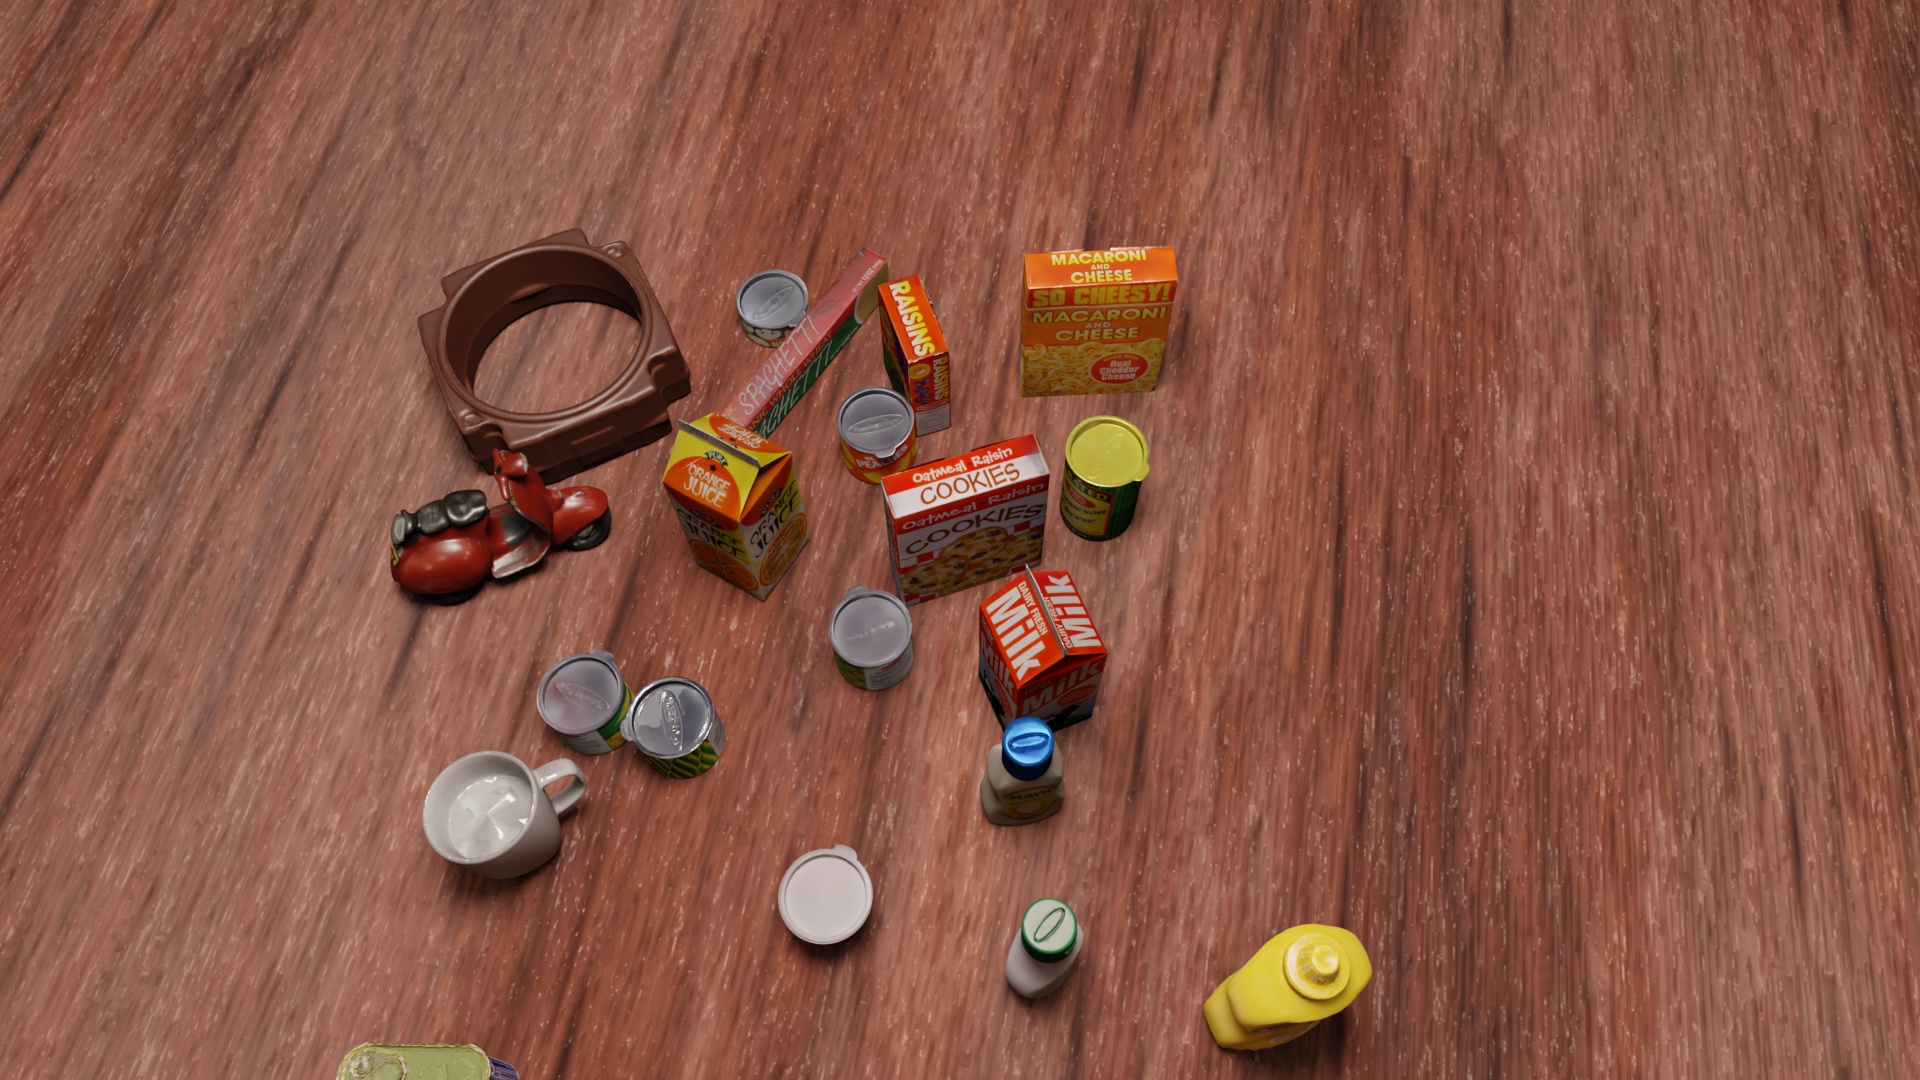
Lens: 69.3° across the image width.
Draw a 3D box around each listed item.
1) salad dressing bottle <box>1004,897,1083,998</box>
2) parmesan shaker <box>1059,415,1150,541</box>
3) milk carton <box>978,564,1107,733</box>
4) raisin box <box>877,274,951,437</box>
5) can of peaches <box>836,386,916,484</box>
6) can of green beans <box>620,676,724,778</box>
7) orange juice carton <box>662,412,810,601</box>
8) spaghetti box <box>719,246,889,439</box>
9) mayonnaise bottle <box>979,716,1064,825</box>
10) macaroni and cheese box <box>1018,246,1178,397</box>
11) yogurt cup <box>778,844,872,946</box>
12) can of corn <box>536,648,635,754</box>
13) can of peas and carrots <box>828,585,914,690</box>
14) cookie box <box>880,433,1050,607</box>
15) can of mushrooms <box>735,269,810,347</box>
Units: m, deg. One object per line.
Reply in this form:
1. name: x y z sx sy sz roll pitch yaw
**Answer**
1. salad dressing bottle: 0.059 0.281 0.964 0.044 0.147 0.064 40 70 18
2. parmesan shaker: 0.119 -0.048 1.153 0.071 0.102 0.071 0 64 0
3. milk carton: 0.059 0.085 1.038 0.073 0.189 0.072 -21 65 -9
4. raisin box: -0.038 -0.157 1.198 0.040 0.123 0.086 -17 65 -8
5. can of peaches: -0.071 -0.088 1.200 0.071 0.057 0.071 0 64 0
6. can of green beans: -0.221 0.147 1.083 0.071 0.057 0.071 0 64 0
7. orange juice carton: -0.176 -0.033 1.098 0.072 0.191 0.073 28 67 13
8. spaghetti box: -0.145 -0.159 1.240 0.029 0.050 0.251 30 67 14
9. mayonnaise bottle: 0.047 0.170 1.020 0.065 0.147 0.041 -10 64 -5
10. macaroni and cheese box: 0.113 -0.185 1.187 0.124 0.165 0.040 -3 64 -1
11. yogurt cup: -0.097 0.267 1.024 0.072 0.053 0.072 0 64 0
12. can of corn: -0.291 0.127 1.093 0.071 0.058 0.071 0 64 0
13. can of peas and carrots: -0.072 0.079 1.116 0.071 0.058 0.071 0 64 0
14. cookie box: 0.004 -0.014 1.101 0.123 0.166 0.040 -17 65 -8
15. can of mushrooms: -0.170 -0.211 1.276 0.071 0.033 0.071 0 63 0
